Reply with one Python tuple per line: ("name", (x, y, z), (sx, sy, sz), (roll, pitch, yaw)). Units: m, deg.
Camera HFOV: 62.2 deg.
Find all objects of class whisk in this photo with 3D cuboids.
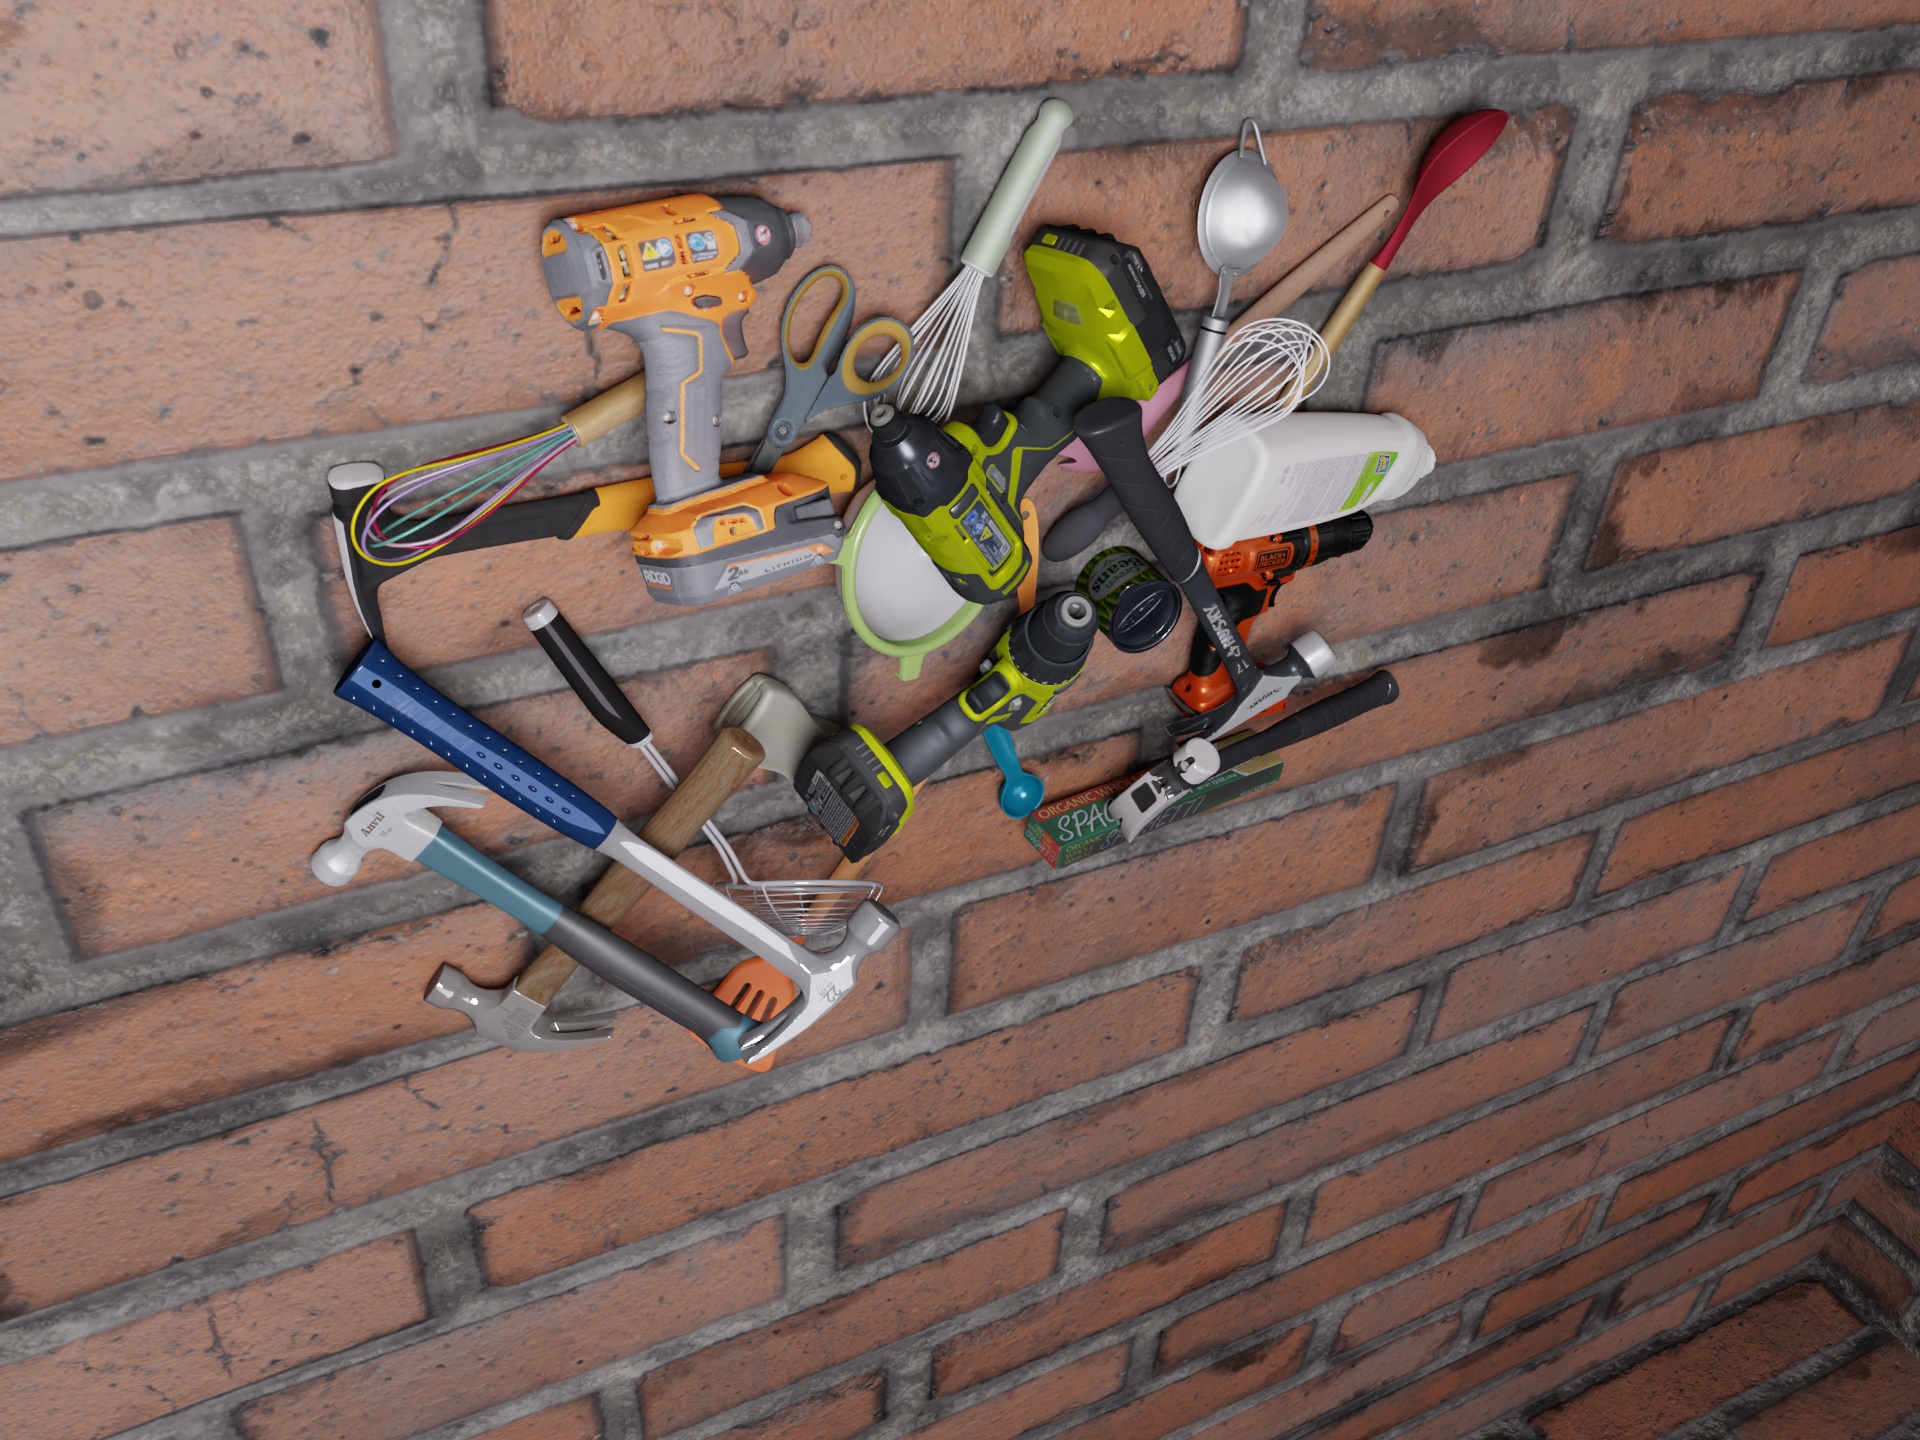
("whisk", (0.146, -0.190, 1.123), (0.070, 0.070, 0.284), (8, 149, -36))
("whisk", (0.008, -0.289, 1.040), (0.059, 0.058, 0.246), (27, 105, -10))
("whisk", (-0.251, -0.165, 0.948), (0.245, 0.051, 0.047), (-36, 104, -23))

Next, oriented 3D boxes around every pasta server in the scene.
("pasta server", (0.198, -0.287, 1.173), (0.316, 0.040, 0.060), (-40, 135, -4))

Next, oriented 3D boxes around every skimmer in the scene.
("skimmer", (-0.185, 0.036, 1.155), (0.363, 0.127, 0.090), (57, 44, -31))

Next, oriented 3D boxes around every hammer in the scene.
("hammer", (0.265, 0.018, 1.364), (0.334, 0.035, 0.146), (-21, 164, -37))
("hammer", (-0.275, 0.147, 1.112), (0.330, 0.033, 0.128), (38, 114, -22))
("hammer", (-0.245, 0.126, 1.138), (0.130, 0.031, 0.331), (34, 115, -21))
("hammer", (-0.230, 0.085, 1.053), (0.405, 0.035, 0.144), (39, 93, -26))
("hammer", (-0.222, -0.130, 1.026), (0.337, 0.034, 0.127), (-14, 129, -22))
("hammer", (0.166, -0.102, 1.165), (0.149, 0.036, 0.408), (-36, 143, 5))

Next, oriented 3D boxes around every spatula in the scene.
("spatula", (-0.105, 0.145, 1.303), (0.081, 0.041, 0.322), (33, 102, -17))

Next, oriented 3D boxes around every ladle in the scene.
("ladle", (0.300, -0.318, 1.196), (0.069, 0.031, 0.315), (-12, 140, -55))

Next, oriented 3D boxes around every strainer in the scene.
("strainer", (-0.007, -0.164, 1.124), (0.256, 0.069, 0.151), (-50, 140, -14))
("strainer", (0.184, -0.287, 1.122), (0.086, 0.050, 0.258), (-6, 119, -41))

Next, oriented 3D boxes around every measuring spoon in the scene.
("measuring spoon", (0.049, -0.119, 1.221), (0.021, 0.011, 0.116), (-17, 127, -20))
("measuring spoon", (0.034, 0.028, 1.322), (0.042, 0.021, 0.128), (-32, 125, -12))

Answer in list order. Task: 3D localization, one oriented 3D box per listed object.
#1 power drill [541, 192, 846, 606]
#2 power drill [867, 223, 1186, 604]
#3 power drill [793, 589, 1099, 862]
("power drill", (-0.142, -0.198, 0.951), (0.164, 0.084, 0.226), (-23, 110, -30))
("power drill", (0.039, -0.207, 1.037), (0.223, 0.080, 0.171), (-52, 140, -10))
("power drill", (-0.002, -0.004, 1.149), (0.228, 0.080, 0.190), (-36, 174, -20))
